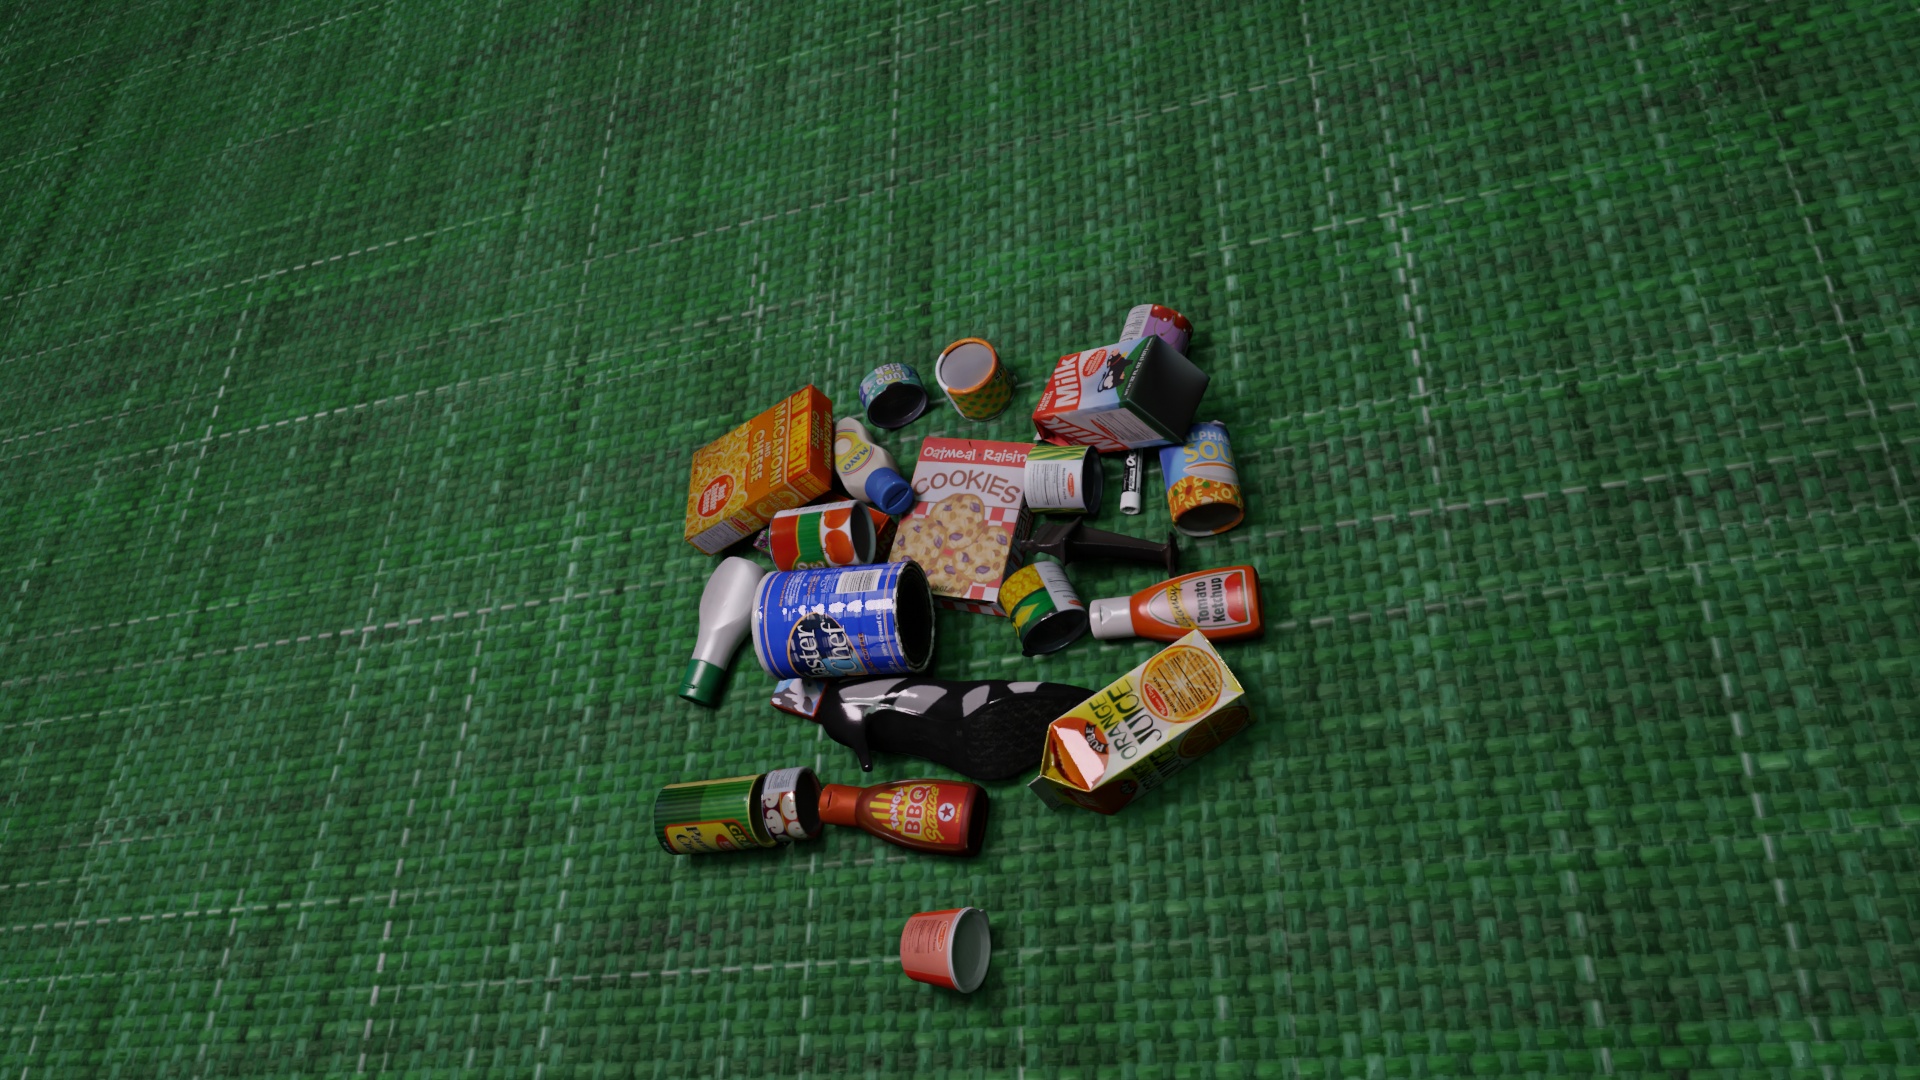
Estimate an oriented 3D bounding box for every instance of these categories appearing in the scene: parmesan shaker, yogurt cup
[{"bbox_3d":[-0.220,0.254,1.277,0.103,0.071,0.071,-10,61,21],"label":"parmesan shaker"},{"bbox_3d":[-0.014,0.338,1.152,0.054,0.072,0.072,-6,62,29],"label":"yogurt cup"}]

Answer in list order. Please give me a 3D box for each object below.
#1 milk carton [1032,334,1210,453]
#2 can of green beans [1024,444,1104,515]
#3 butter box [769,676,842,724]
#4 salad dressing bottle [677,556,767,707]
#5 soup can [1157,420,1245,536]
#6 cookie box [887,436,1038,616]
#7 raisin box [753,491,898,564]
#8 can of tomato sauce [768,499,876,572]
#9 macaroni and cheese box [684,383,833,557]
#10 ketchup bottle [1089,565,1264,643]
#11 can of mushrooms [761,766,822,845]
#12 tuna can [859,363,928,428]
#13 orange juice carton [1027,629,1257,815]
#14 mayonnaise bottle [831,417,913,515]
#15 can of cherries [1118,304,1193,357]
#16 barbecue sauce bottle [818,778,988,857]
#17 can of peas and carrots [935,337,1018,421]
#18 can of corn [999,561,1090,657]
[{"bbox_3d":[0.136,-0.132,1.303,0.190,0.073,0.072,-4,56,58],"label":"milk carton"},{"bbox_3d":[0.098,-0.057,1.310,0.058,0.071,0.071,0,65,23],"label":"can of green beans"},{"bbox_3d":[-0.138,0.120,1.338,0.053,0.024,0.104,14,70,27],"label":"butter box"},{"bbox_3d":[-0.238,0.091,1.383,0.064,0.044,0.148,11,70,24],"label":"salad dressing bottle"},{"bbox_3d":[0.220,-0.056,1.258,0.071,0.071,0.084,-15,60,15],"label":"soup can"},{"bbox_3d":[0.005,-0.017,1.342,0.123,0.040,0.168,5,67,25],"label":"cookie box"},{"bbox_3d":[-0.134,-0.003,1.392,0.123,0.040,0.086,23,74,29],"label":"raisin box"},{"bbox_3d":[-0.130,0.001,1.325,0.083,0.071,0.071,-8,62,18],"label":"can of tomato sauce"},{"bbox_3d":[-0.204,-0.071,1.420,0.166,0.040,0.124,-26,45,25],"label":"macaroni and cheese box"},{"bbox_3d":[0.190,0.062,1.225,0.149,0.043,0.065,-9,70,19],"label":"ketchup bottle"},{"bbox_3d":[-0.150,0.241,1.257,0.033,0.071,0.071,-11,61,16],"label":"can of mushrooms"},{"bbox_3d":[-0.069,-0.150,1.423,0.071,0.071,0.033,-28,56,7],"label":"tuna can"},{"bbox_3d":[0.146,0.165,1.172,0.192,0.071,0.073,-34,57,3],"label":"orange juice carton"},{"bbox_3d":[-0.095,-0.071,1.387,0.065,0.041,0.148,-43,39,-5],"label":"mayonnaise bottle"},{"bbox_3d":[0.188,-0.186,1.344,0.071,0.071,0.058,10,68,26],"label":"can of cherries"},{"bbox_3d":[-0.052,0.241,1.229,0.148,0.043,0.065,2,66,23],"label":"barbecue sauce bottle"},{"bbox_3d":[0.017,-0.163,1.403,0.071,0.058,0.071,-9,62,18],"label":"can of peas and carrots"},{"bbox_3d":[0.074,0.062,1.259,0.071,0.071,0.058,-30,56,6],"label":"can of corn"}]
